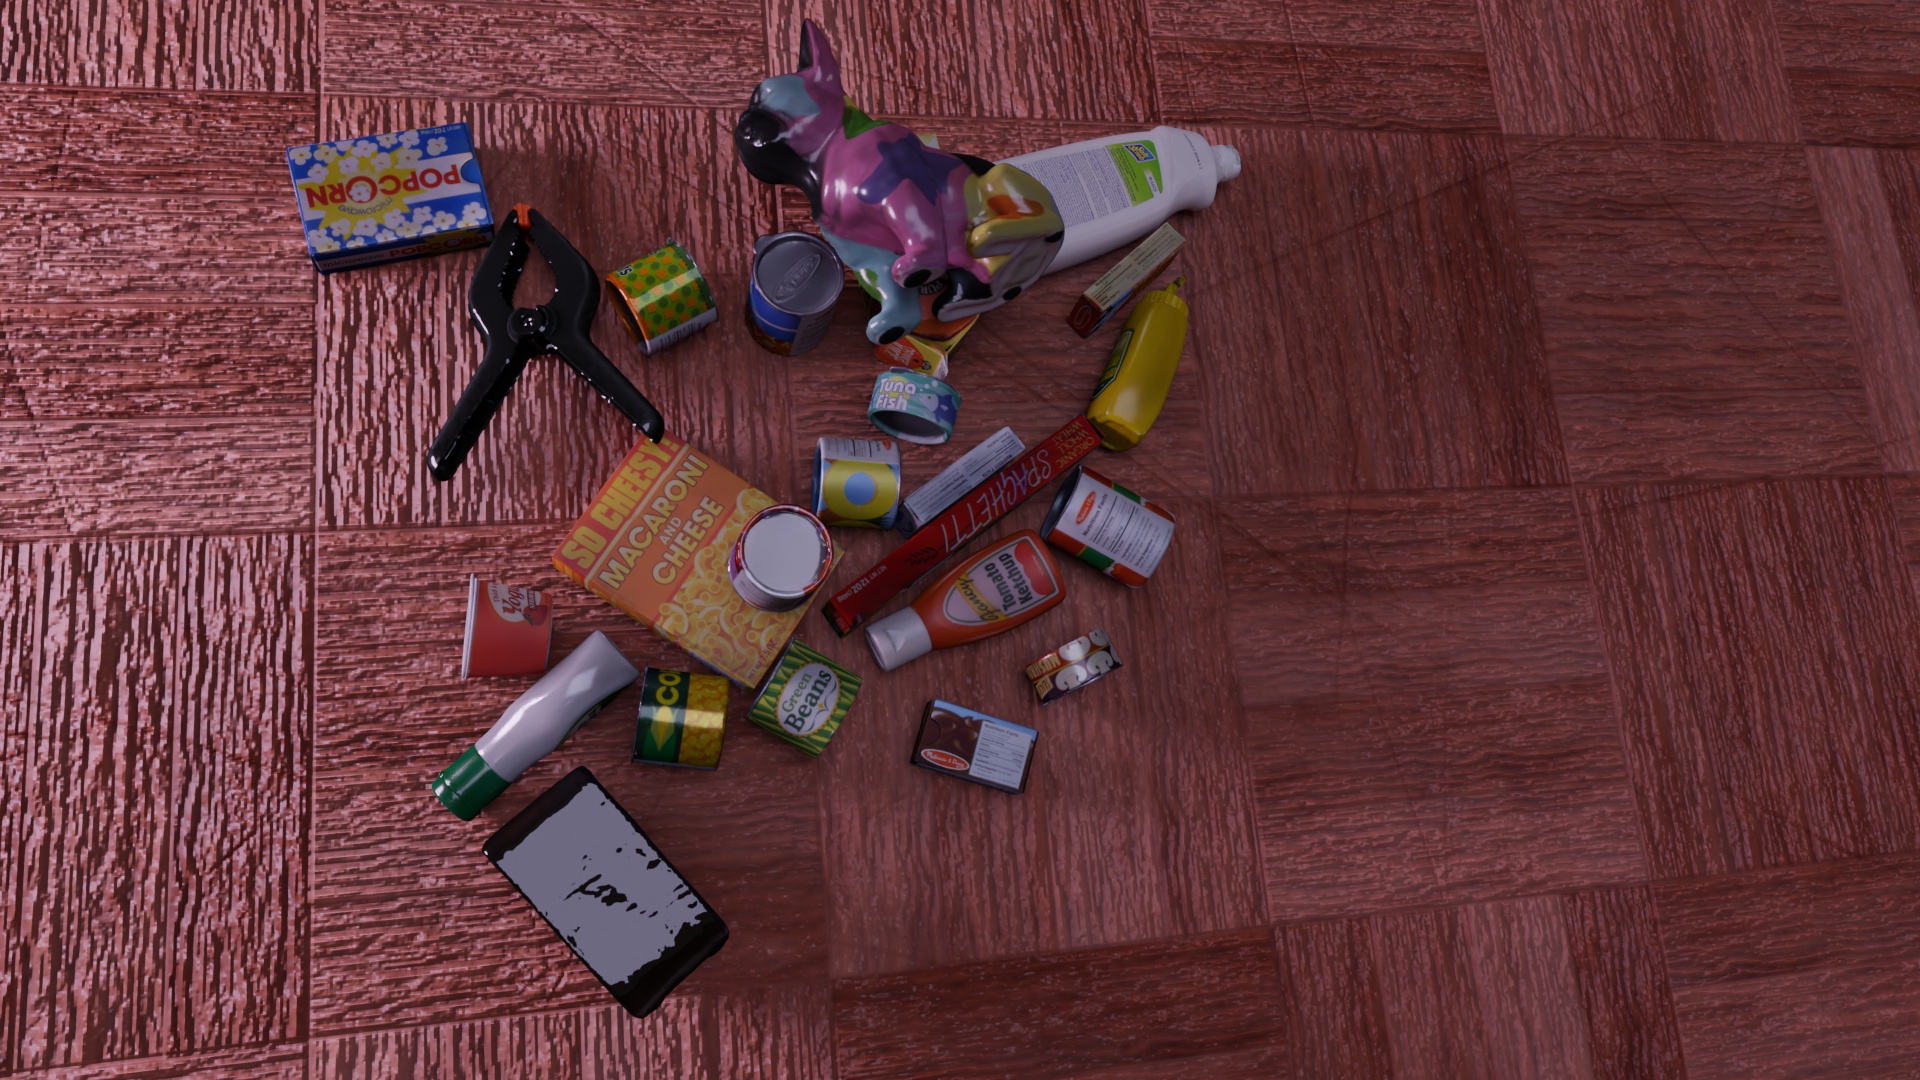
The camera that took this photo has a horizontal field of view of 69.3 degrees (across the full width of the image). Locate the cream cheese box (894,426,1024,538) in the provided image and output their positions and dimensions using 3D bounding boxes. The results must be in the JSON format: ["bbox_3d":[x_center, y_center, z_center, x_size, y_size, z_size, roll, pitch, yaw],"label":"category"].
[{"bbox_3d":[-0.003,-0.044,1.042,0.104,0.053,0.024,-37,89,-19],"label":"cream cheese box"}]

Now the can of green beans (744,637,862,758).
[{"bbox_3d":[-0.109,0.110,0.972,0.058,0.071,0.071,31,72,-5],"label":"can of green beans"}]

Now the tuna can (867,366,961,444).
[{"bbox_3d":[-0.036,-0.100,1.040,0.071,0.071,0.033,17,74,-9],"label":"tuna can"}]

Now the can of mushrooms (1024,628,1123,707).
[{"bbox_3d":[0.081,0.094,1.021,0.071,0.071,0.033,-25,83,-18],"label":"can of mushrooms"}]

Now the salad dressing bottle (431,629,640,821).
[{"bbox_3d":[-0.285,0.125,0.932,0.148,0.064,0.044,-43,100,-11],"label":"salad dressing bottle"}]

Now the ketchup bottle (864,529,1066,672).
[{"bbox_3d":[0.002,0.049,1.026,0.149,0.043,0.065,-26,84,-17],"label":"ketchup bottle"}]

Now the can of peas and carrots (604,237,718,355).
[{"bbox_3d":[-0.220,-0.179,1.018,0.059,0.070,0.071,-32,85,-18],"label":"can of peas and carrots"}]

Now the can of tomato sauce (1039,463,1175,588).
[{"bbox_3d":[0.111,-0.010,1.056,0.083,0.071,0.071,28,72,-6],"label":"can of tomato sauce"}]

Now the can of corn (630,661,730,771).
[{"bbox_3d":[-0.191,0.120,0.948,0.058,0.071,0.071,9,75,-12],"label":"can of corn"}]

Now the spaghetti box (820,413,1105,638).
[{"bbox_3d":[0.004,-0.013,1.038,0.251,0.050,0.028,-37,88,-19],"label":"spaghetti box"}]

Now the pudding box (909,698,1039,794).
[{"bbox_3d":[0.010,0.150,1.009,0.084,0.030,0.050,18,74,-8],"label":"pudding box"}]

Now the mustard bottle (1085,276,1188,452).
[{"bbox_3d":[0.147,-0.148,1.101,0.049,0.065,0.161,28,66,-11],"label":"mustard bottle"}]

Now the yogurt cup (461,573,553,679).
[{"bbox_3d":[-0.306,0.061,0.940,0.054,0.072,0.072,6,75,-20],"label":"yogurt cup"}]

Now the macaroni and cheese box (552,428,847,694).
[{"bbox_3d":[-0.185,0.013,0.992,0.166,0.040,0.124,34,71,-4],"label":"macaroni and cheese box"}]

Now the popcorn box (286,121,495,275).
[{"bbox_3d":[-0.410,-0.248,1.005,0.127,0.038,0.085,-14,79,-16],"label":"popcorn box"}]

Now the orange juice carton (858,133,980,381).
[{"bbox_3d":[-0.038,-0.207,1.065,0.073,0.071,0.193,-11,79,-15],"label":"orange juice carton"}]

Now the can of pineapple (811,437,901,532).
[{"bbox_3d":[-0.077,-0.040,1.018,0.058,0.071,0.071,4,76,-12],"label":"can of pineapple"}]

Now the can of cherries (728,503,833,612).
[{"bbox_3d":[-0.123,0.010,0.955,0.071,0.058,0.071,3,77,-14],"label":"can of cherries"}]

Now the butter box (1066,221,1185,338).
[{"bbox_3d":[0.133,-0.209,1.116,0.104,0.053,0.024,-42,86,-20],"label":"butter box"}]

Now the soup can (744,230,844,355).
[{"bbox_3d":[-0.127,-0.184,1.032,0.071,0.083,0.071,3,76,-13],"label":"soup can"}]
